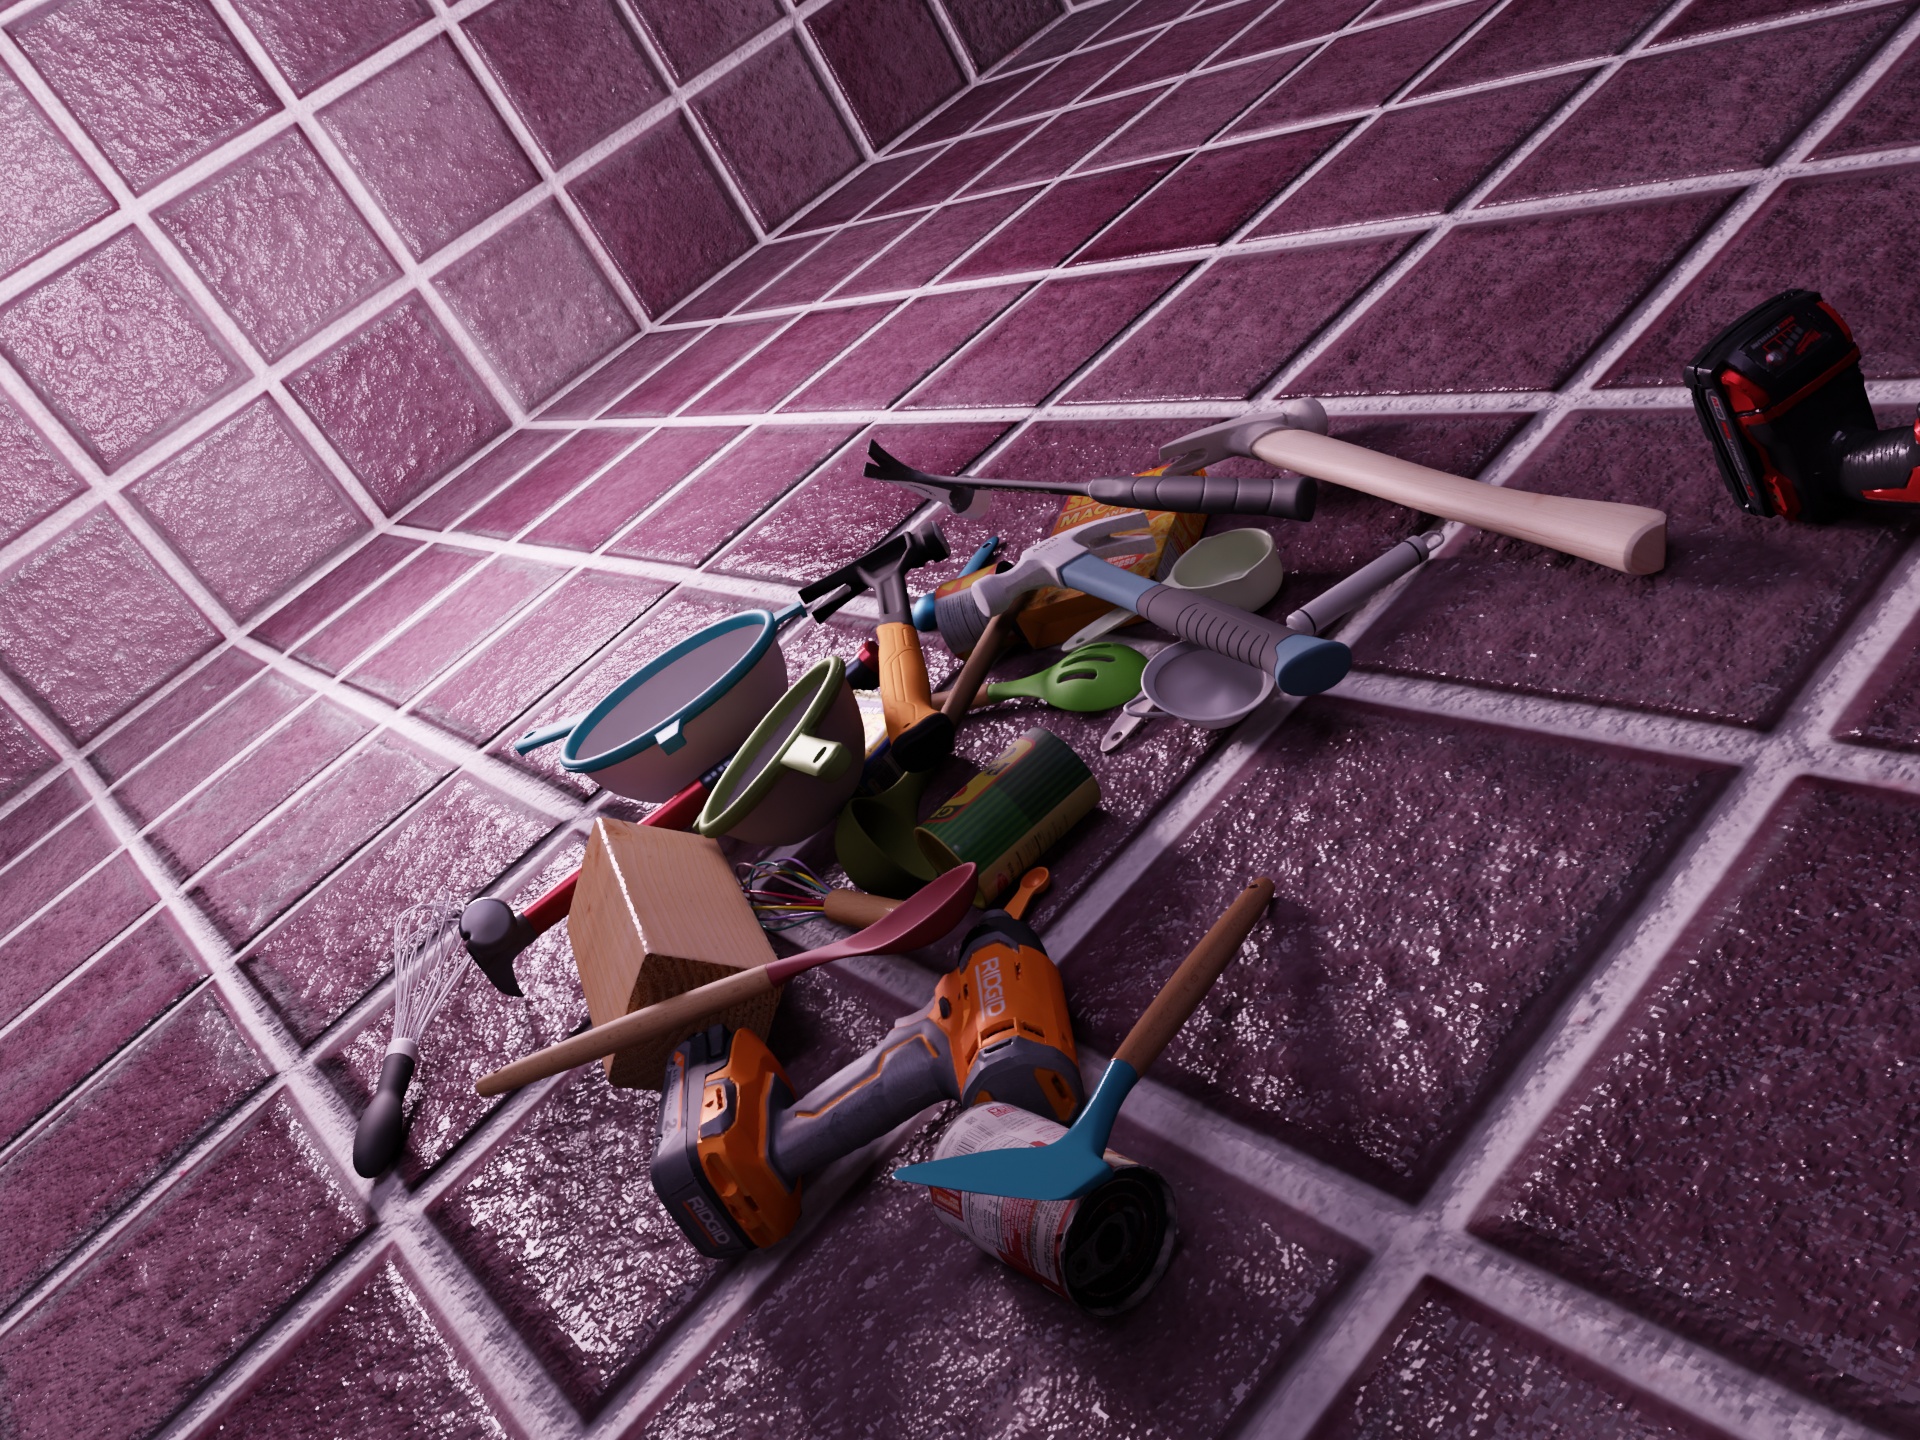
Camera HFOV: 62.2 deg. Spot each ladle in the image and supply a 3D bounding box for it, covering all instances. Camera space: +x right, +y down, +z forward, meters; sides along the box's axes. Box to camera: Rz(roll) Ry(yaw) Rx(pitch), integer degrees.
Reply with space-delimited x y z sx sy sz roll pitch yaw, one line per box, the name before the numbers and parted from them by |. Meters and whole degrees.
ladle | -0.131 0.152 0.895 0.315 0.031 0.069 -22 8 6
ladle | -0.002 -0.004 1.115 0.062 0.078 0.320 -32 23 49

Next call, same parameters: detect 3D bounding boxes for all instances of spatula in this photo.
spatula | 0.086 0.142 0.747 0.082 0.044 0.317 -3 21 34

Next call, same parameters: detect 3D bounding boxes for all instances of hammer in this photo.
hammer | -0.052 -0.051 1.153 0.127 0.034 0.337 -27 27 7
hammer | 0.135 -0.075 1.051 0.128 0.033 0.331 -31 29 -15
hammer | 0.093 -0.177 1.204 0.409 0.149 0.036 11 90 46
hammer | 0.298 -0.158 1.082 0.146 0.038 0.411 -20 26 -19
hammer | -0.201 0.067 1.207 0.386 0.038 0.143 -38 -16 -21

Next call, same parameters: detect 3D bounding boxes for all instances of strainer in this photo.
strainer | -0.263 0.018 1.355 0.340 0.095 0.211 -16 27 43
strainer | -0.090 0.035 1.027 0.151 0.069 0.256 -54 15 -9
strainer | 0.216 -0.056 1.032 0.258 0.050 0.087 -32 43 -13

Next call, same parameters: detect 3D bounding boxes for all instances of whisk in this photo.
whisk | -0.416 0.229 1.204 0.070 0.070 0.285 -26 33 12
whisk | -0.091 0.119 1.020 0.245 0.047 0.051 0 85 58

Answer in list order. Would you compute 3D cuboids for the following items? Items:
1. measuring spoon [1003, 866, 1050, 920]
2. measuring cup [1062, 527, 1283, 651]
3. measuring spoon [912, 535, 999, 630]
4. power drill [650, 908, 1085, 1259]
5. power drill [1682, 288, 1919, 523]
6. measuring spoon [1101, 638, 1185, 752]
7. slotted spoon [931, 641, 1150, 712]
measuring spoon | 0.023 0.135 0.956 0.021 0.011 0.117 -1 44 46
measuring cup | 0.152 -0.079 1.128 0.167 0.038 0.083 -29 27 2
measuring spoon | -0.004 -0.127 1.388 0.042 0.021 0.129 -2 41 44
power drill | -0.047 0.187 0.869 0.226 0.084 0.164 -24 26 9
power drill | 0.480 -0.149 0.803 0.078 0.143 0.220 -36 25 -2
measuring spoon | 0.139 -0.020 1.084 0.124 0.018 0.034 -47 32 -13
slotted spoon | 0.003 -0.015 1.198 0.314 0.031 0.070 -11 37 37
